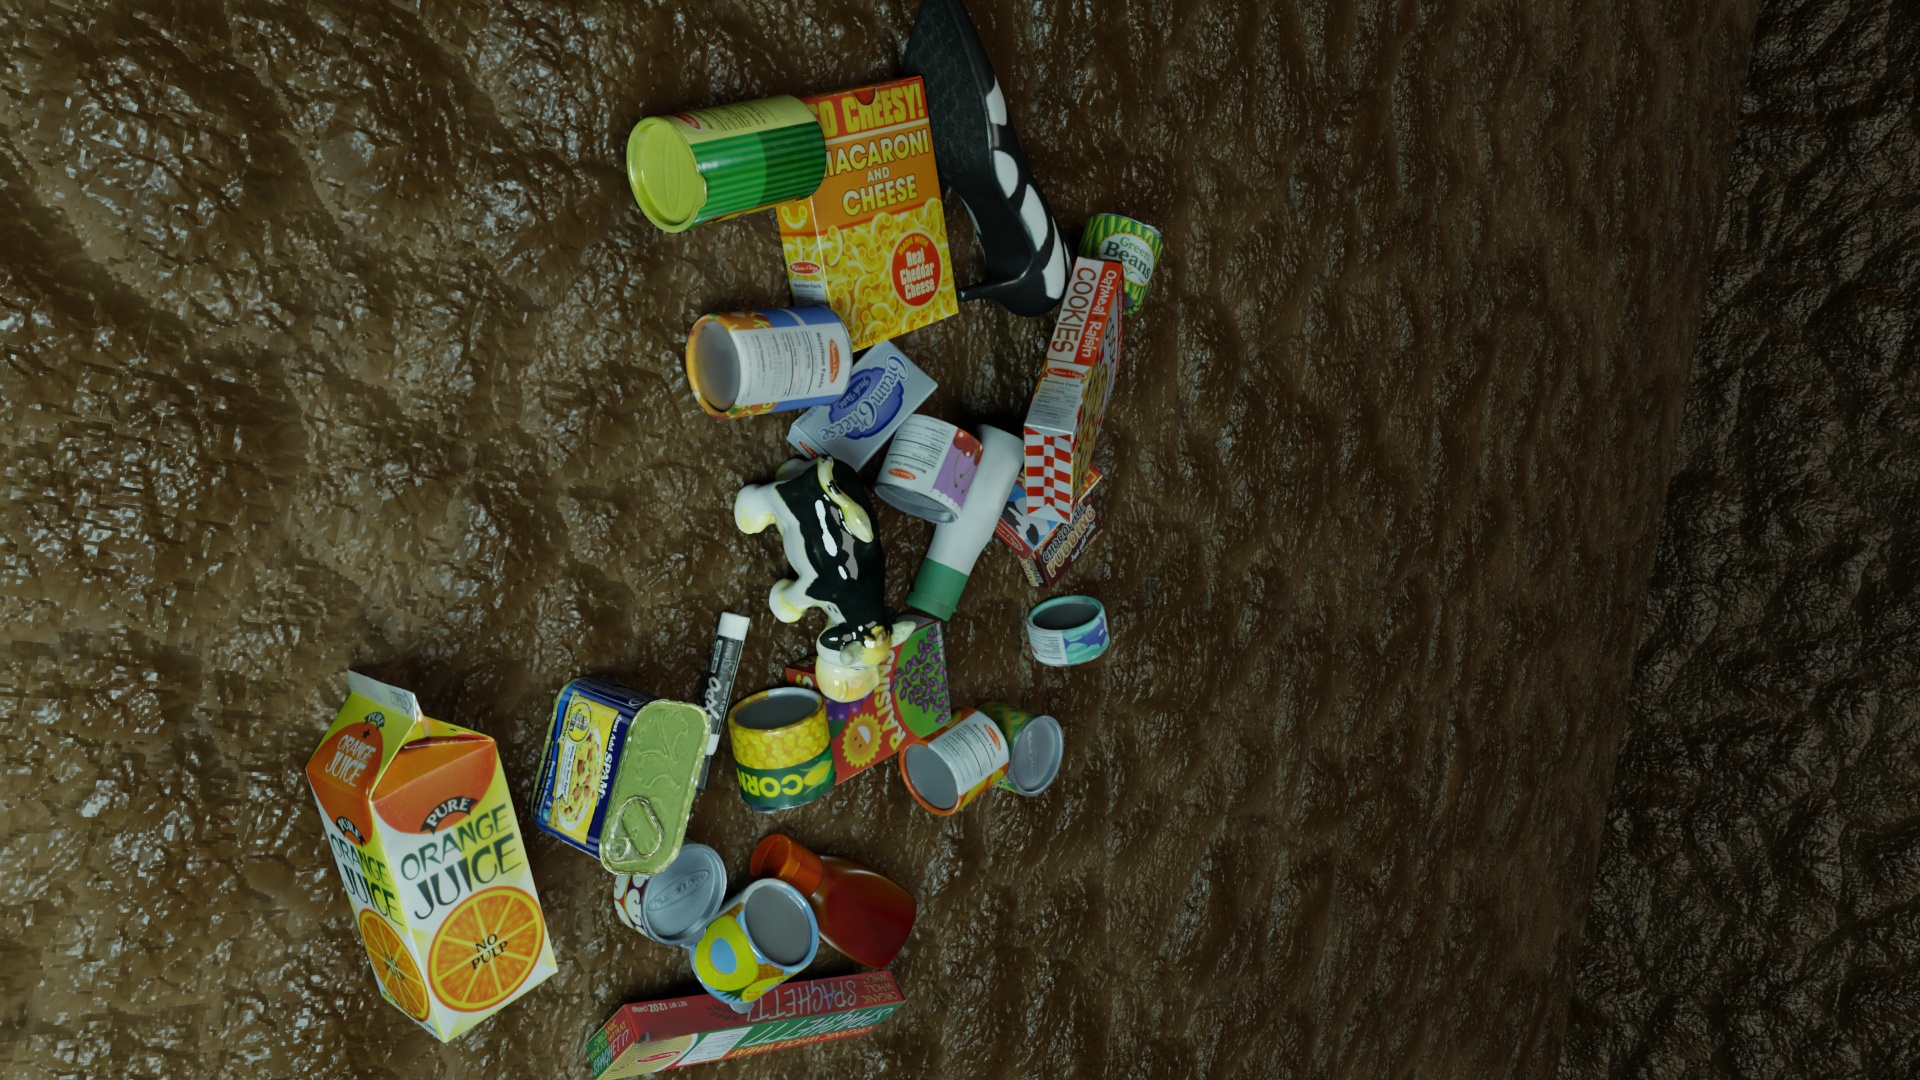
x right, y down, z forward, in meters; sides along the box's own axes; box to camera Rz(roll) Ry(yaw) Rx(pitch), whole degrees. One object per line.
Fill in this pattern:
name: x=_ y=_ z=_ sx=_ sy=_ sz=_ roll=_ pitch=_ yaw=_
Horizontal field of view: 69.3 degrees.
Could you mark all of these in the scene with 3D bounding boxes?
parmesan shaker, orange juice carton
parmesan shaker: x=-0.137 y=-0.227 z=0.836 sx=0.103 sy=0.071 sz=0.071 roll=-27 pitch=117 yaw=-42
orange juice carton: x=-0.286 y=0.161 z=0.744 sx=0.073 sy=0.072 sz=0.192 roll=-27 pitch=118 yaw=-43

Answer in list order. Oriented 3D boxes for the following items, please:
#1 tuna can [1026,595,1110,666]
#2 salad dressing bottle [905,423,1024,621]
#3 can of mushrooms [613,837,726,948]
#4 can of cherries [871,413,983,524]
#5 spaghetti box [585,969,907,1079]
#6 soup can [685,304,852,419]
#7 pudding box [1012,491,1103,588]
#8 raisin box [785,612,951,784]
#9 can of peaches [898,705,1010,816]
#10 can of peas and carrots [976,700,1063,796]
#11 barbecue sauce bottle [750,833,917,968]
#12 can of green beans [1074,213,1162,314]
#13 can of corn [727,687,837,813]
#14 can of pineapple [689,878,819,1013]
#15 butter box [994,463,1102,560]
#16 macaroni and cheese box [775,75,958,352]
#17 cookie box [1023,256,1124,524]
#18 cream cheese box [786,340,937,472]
tuna can: x=0.091 y=0.073 z=1.154 sx=0.071 sy=0.071 sz=0.032 roll=-33 pitch=121 yaw=-40
salad dressing bottle: x=0.004 y=-0.013 z=1.049 sx=0.044 sy=0.064 sz=0.147 roll=24 pitch=85 yaw=-10
can of mushrooms: x=-0.187 y=0.226 z=0.897 sx=0.071 sy=0.033 sz=0.071 roll=-12 pitch=106 yaw=-47
can of cherries: x=-0.022 y=-0.051 z=1.005 sx=0.071 sy=0.071 sz=0.058 roll=35 pitch=71 yaw=-46
spaghetti box: x=-0.139 y=0.331 z=0.958 sx=0.250 sy=0.029 sz=0.050 roll=12 pitch=128 yaw=-49
soup can: x=-0.123 y=-0.114 z=0.878 sx=0.084 sy=0.071 sz=0.071 roll=-13 pitch=107 yaw=-42
pudding box: x=0.080 y=-0.005 z=1.154 sx=0.084 sy=0.030 sz=0.049 roll=-44 pitch=127 yaw=-34
raisin box: x=-0.065 y=0.112 z=1.008 sx=0.124 sy=0.040 sz=0.085 roll=-23 pitch=114 yaw=-45
can of peaches: x=-0.006 y=0.170 z=1.067 sx=0.058 sy=0.071 sz=0.071 roll=-29 pitch=118 yaw=-42
can of peas and carrots: x=0.039 y=0.168 z=1.121 sx=0.071 sy=0.059 sz=0.070 roll=-12 pitch=106 yaw=-46
barbecue sauce bottle: x=-0.092 y=0.256 z=1.003 sx=0.148 sy=0.043 sz=0.065 roll=45 pitch=66 yaw=-42
can of green beans: x=0.125 y=-0.225 z=1.134 sx=0.071 sy=0.071 sz=0.058 roll=33 pitch=74 yaw=-46
can of corn: x=-0.120 y=0.139 z=0.927 sx=0.071 sy=0.071 sz=0.058 roll=-26 pitch=117 yaw=-43
can of pineapple: x=-0.135 y=0.267 z=0.922 sx=0.071 sy=0.057 sz=0.071 roll=34 pitch=34 yaw=-27
butter box: x=0.065 y=-0.036 z=1.117 sx=0.053 sy=0.024 sz=0.104 roll=44 pitch=57 yaw=1
macaroni and cheese box: x=-0.065 y=-0.221 z=0.941 sx=0.124 sy=0.040 sz=0.165 roll=-29 pitch=118 yaw=-43
cookie box: x=0.090 y=-0.116 z=1.073 sx=0.122 sy=0.040 sz=0.168 roll=83 pitch=22 yaw=-58
cream cheese box: x=-0.067 y=-0.090 z=0.958 sx=0.053 sy=0.024 sz=0.104 roll=42 pitch=60 yaw=-2
